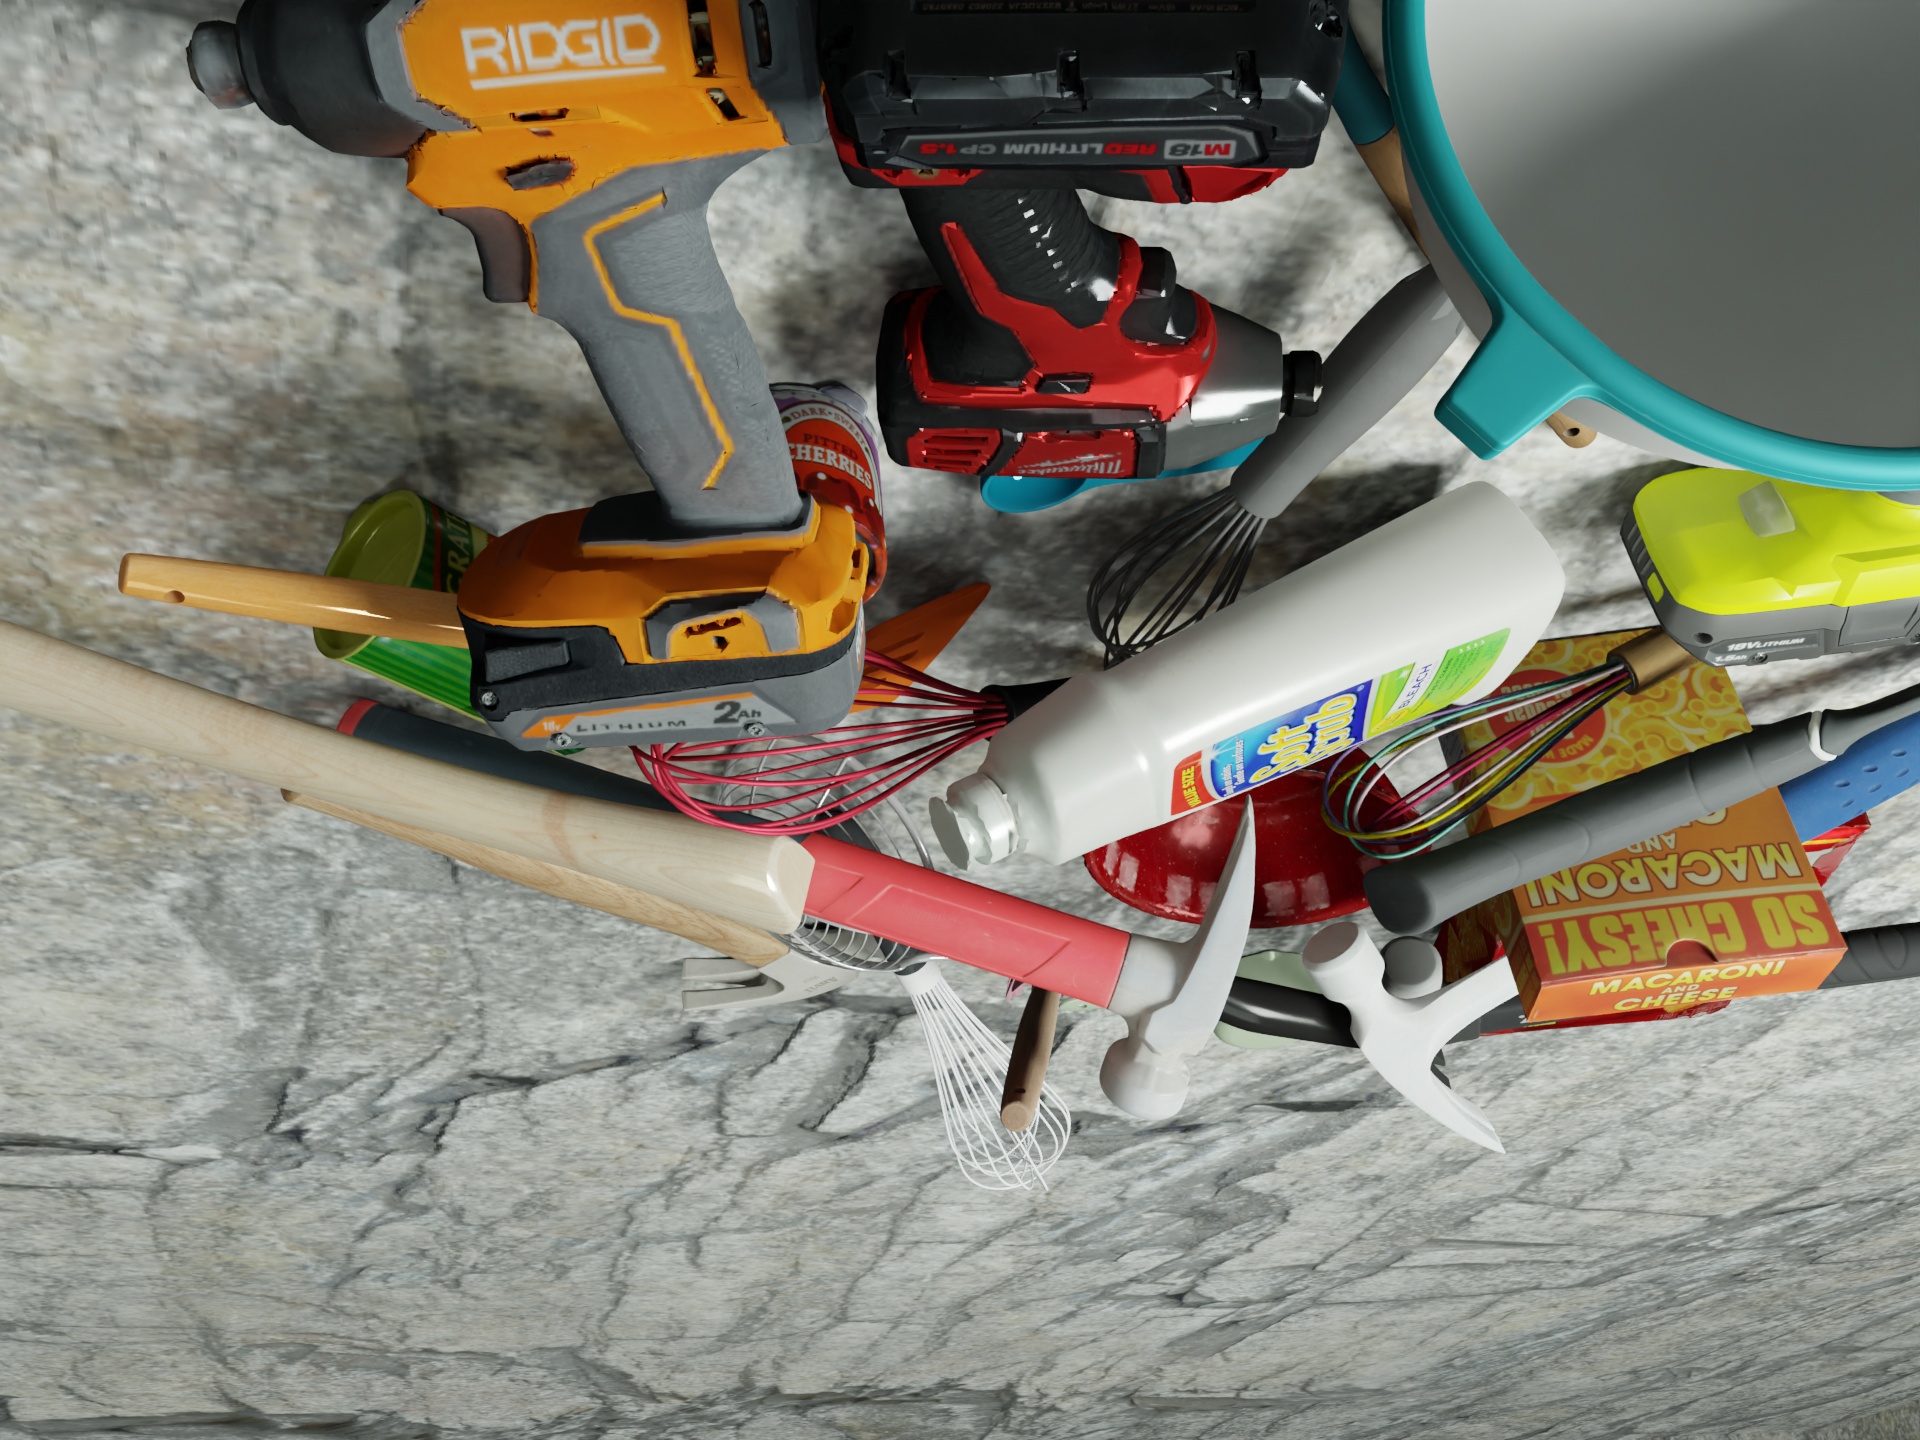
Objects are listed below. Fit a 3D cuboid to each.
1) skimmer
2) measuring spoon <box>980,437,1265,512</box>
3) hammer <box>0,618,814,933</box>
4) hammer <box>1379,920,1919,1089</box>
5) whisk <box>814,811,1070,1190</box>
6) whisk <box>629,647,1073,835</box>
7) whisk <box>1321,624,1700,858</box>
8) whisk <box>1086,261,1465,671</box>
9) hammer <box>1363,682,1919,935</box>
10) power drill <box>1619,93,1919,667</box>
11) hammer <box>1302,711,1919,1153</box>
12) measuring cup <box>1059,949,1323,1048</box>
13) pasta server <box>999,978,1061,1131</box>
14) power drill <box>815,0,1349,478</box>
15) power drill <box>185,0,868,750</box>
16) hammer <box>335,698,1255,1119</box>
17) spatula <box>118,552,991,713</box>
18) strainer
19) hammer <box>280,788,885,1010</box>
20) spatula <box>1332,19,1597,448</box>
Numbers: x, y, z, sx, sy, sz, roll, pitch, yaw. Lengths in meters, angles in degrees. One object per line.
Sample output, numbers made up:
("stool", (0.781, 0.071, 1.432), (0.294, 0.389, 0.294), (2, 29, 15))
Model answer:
("skimmer", (0.058, 0.093, 0.773), (0.363, 0.090, 0.127), (14, 139, -18))
("measuring spoon", (0.068, -0.103, 0.590), (0.128, 0.021, 0.042), (-10, 159, -10))
("hammer", (-0.258, 0.015, 0.606), (0.410, 0.038, 0.146), (18, 147, -10))
("hammer", (0.391, 0.138, 0.836), (0.335, 0.035, 0.146), (-10, 142, 11))
("whisk", (-0.010, 0.156, 0.858), (0.070, 0.070, 0.284), (-17, 121, 16))
("whisk", (-0.001, -0.002, 0.620), (0.295, 0.073, 0.073), (-5, 154, -44))
("whisk", (0.262, -0.008, 0.669), (0.245, 0.051, 0.047), (-26, -177, -6))
("whisk", (0.110, -0.084, 0.574), (0.055, 0.055, 0.239), (10, 147, -22))
("hammer", (0.355, -0.003, 0.628), (0.409, 0.036, 0.149), (-22, -179, 4))
("power drill", (0.305, -0.120, 0.543), (0.190, 0.080, 0.228), (-8, 143, 4))
("hammer", (0.369, 0.060, 0.745), (0.405, 0.035, 0.144), (-33, 108, 10))
("measuring cup", (0.146, 0.182, 0.991), (0.167, 0.038, 0.083), (-6, 146, -4))
("pasta server", (0.041, 0.153, 0.796), (0.060, 0.040, 0.316), (-3, -176, 7))
("power drill", (0.039, -0.134, 0.441), (0.143, 0.079, 0.219), (2, 163, 5))
("power drill", (-0.110, -0.106, 0.451), (0.164, 0.084, 0.226), (-3, 122, 2))
("hammer", (-0.073, 0.046, 0.662), (0.386, 0.038, 0.143), (17, 113, 4))
("spatula", (-0.125, -0.034, 0.575), (0.322, 0.041, 0.081), (7, 138, -38))
("strainer", (0.262, -0.146, 0.413), (0.340, 0.211, 0.095), (1, 169, -5))
("hammer", (-0.183, 0.084, 0.808), (0.130, 0.031, 0.331), (-31, 138, 32))
("spatula", (0.137, -0.158, 0.490), (0.082, 0.044, 0.317), (-14, 149, 36))
